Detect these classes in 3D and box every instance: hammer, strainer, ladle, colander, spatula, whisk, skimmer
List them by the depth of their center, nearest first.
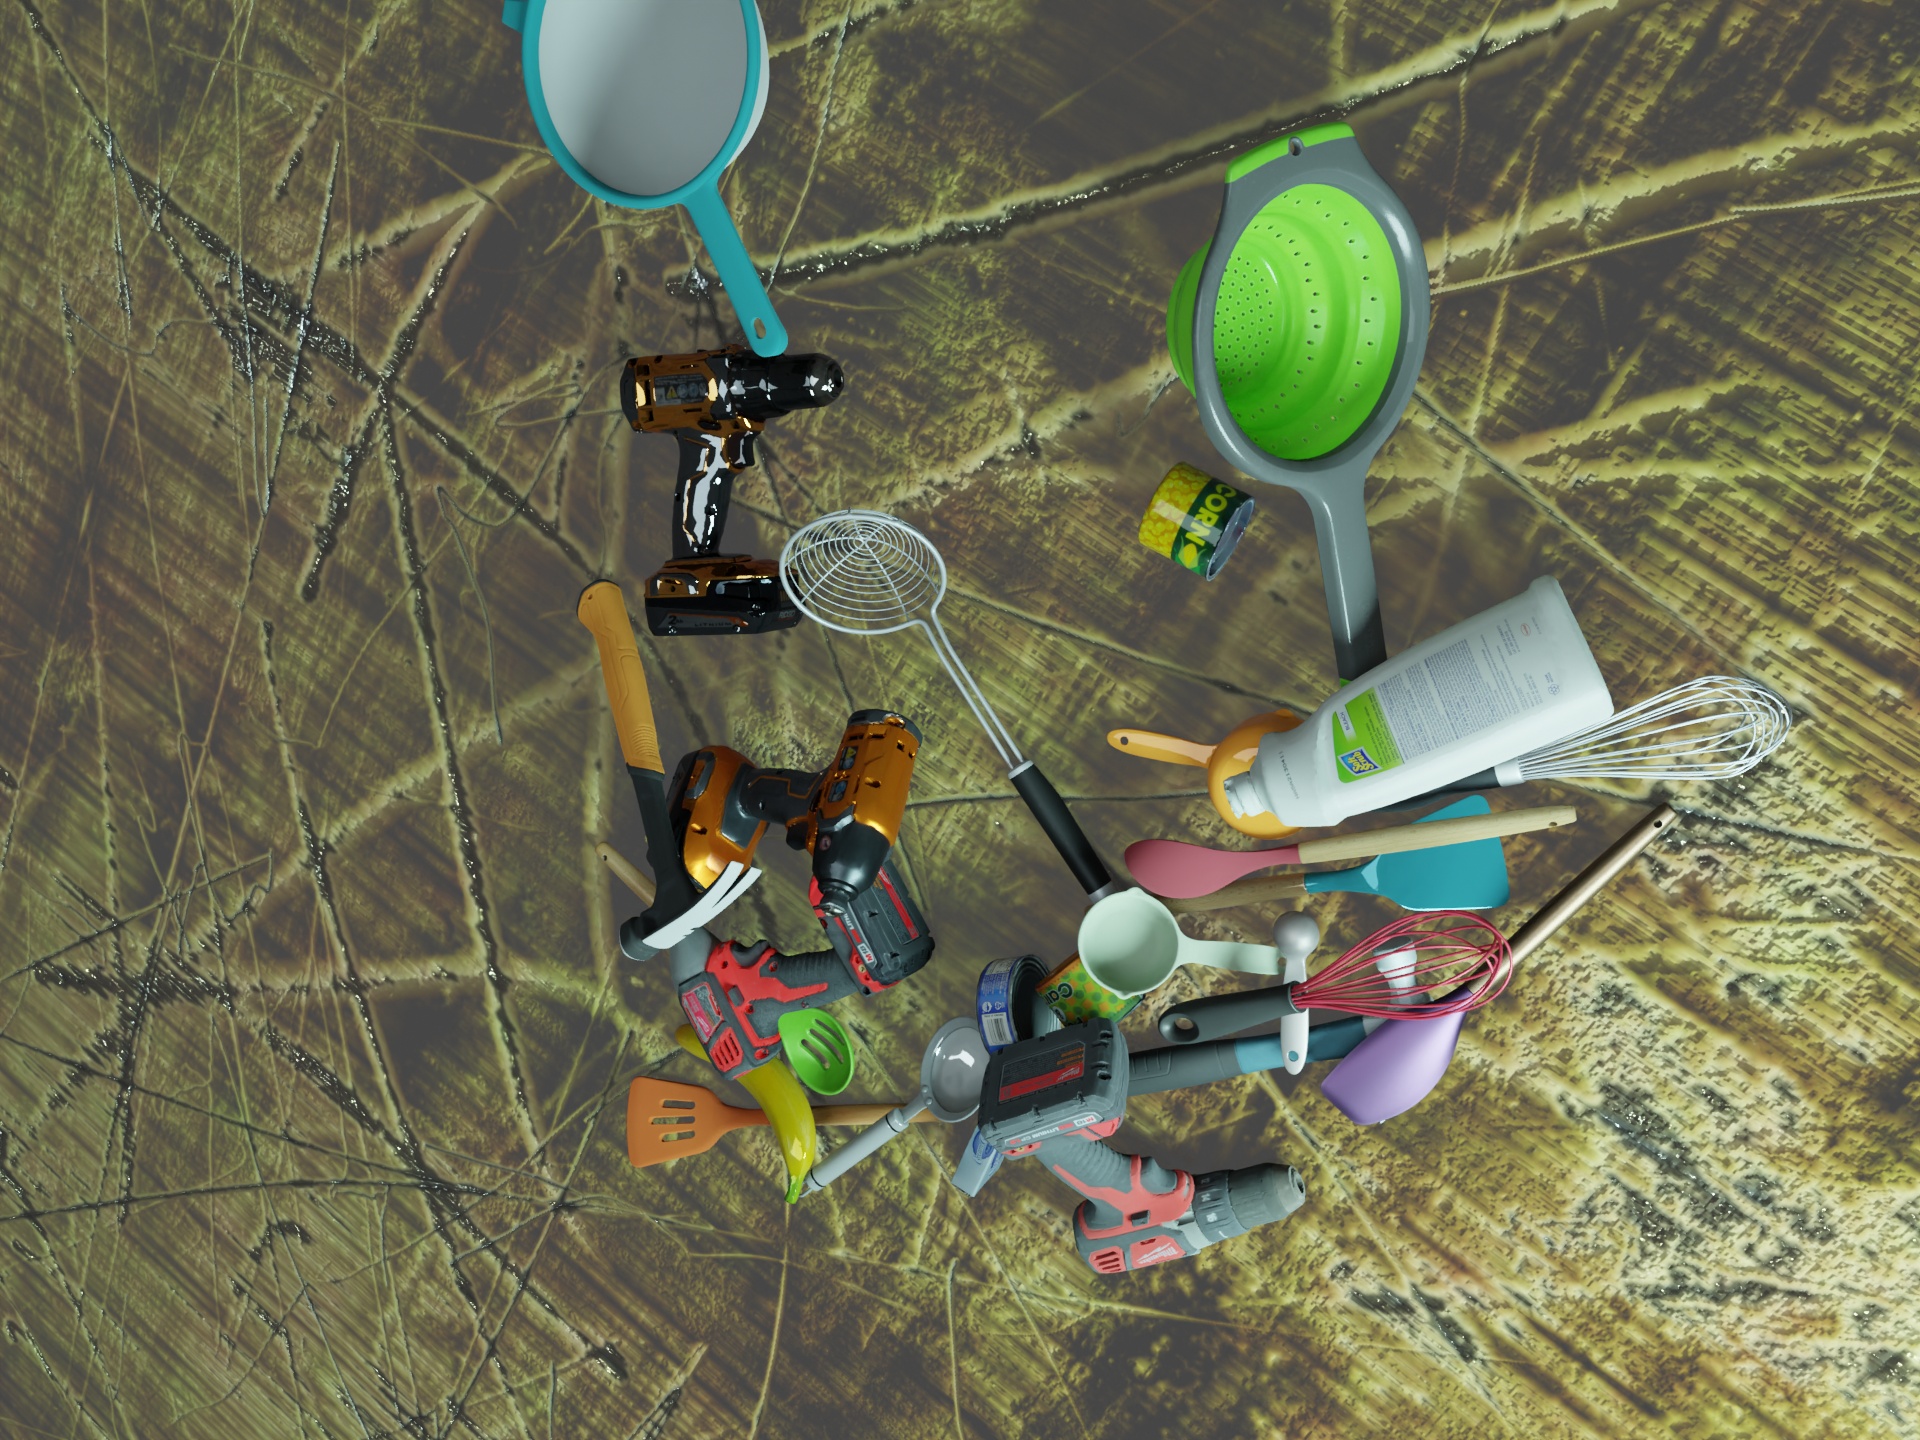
[{"bbox_3d":[0.401,0.027,1.065,0.284,0.070,0.070,-15,96,31],"label":"whisk"},{"bbox_3d":[0.222,-0.187,1.070,0.095,0.204,0.396,22,133,54],"label":"colander"},{"bbox_3d":[0.377,0.172,1.109,0.060,0.018,0.316,42,108,3],"label":"spatula"},{"bbox_3d":[0.264,0.089,1.113,0.315,0.031,0.069,-11,138,23],"label":"ladle"},{"bbox_3d":[0.252,0.189,1.114,0.296,0.073,0.073,-25,92,43],"label":"whisk"},{"bbox_3d":[0.237,0.122,1.180,0.317,0.044,0.082,-12,97,31],"label":"spatula"},{"bbox_3d":[-0.192,-0.436,1.199,0.211,0.095,0.340,-22,95,30],"label":"strainer"},{"bbox_3d":[-0.002,-0.004,1.217,0.127,0.090,0.363,-35,88,35],"label":"skimmer"},{"bbox_3d":[0.203,0.258,1.222,0.331,0.033,0.128,-16,94,27],"label":"hammer"},{"bbox_3d":[-0.253,0.018,1.280,0.127,0.034,0.337,-35,57,22],"label":"hammer"},{"bbox_3d":[-0.046,0.328,1.328,0.258,0.050,0.087,-39,45,19],"label":"strainer"},{"bbox_3d":[-0.149,0.348,1.397,0.322,0.041,0.081,-8,74,24],"label":"spatula"}]

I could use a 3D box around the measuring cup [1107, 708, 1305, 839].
[{"bbox_3d":[0.184,0.034,1.164,0.174,0.052,0.095,12,107,19],"label":"measuring cup"}]

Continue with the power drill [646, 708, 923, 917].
[{"bbox_3d":[-0.140,0.084,1.251,0.226,0.164,0.084,-11,142,37],"label":"power drill"}]

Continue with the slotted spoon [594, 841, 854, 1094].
[{"bbox_3d":[-0.208,0.210,1.400,0.314,0.031,0.070,40,115,13],"label":"slotted spoon"}]

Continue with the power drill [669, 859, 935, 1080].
[{"bbox_3d":[-0.144,0.194,1.323,0.219,0.078,0.143,-32,83,22],"label":"power drill"}]

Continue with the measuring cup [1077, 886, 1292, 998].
[{"bbox_3d":[0.170,0.172,1.194,0.167,0.038,0.083,7,84,-1],"label":"measuring cup"}]

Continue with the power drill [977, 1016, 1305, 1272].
[{"bbox_3d":[0.137,0.329,1.208,0.188,0.080,0.226,-23,121,24],"label":"power drill"}]

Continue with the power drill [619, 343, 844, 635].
[{"bbox_3d":[-0.174,-0.183,1.262,0.185,0.084,0.226,0,98,23],"label":"power drill"}]

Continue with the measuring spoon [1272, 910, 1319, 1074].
[{"bbox_3d":[0.243,0.201,1.162,0.034,0.018,0.124,3,99,26],"label":"measuring spoon"}]
